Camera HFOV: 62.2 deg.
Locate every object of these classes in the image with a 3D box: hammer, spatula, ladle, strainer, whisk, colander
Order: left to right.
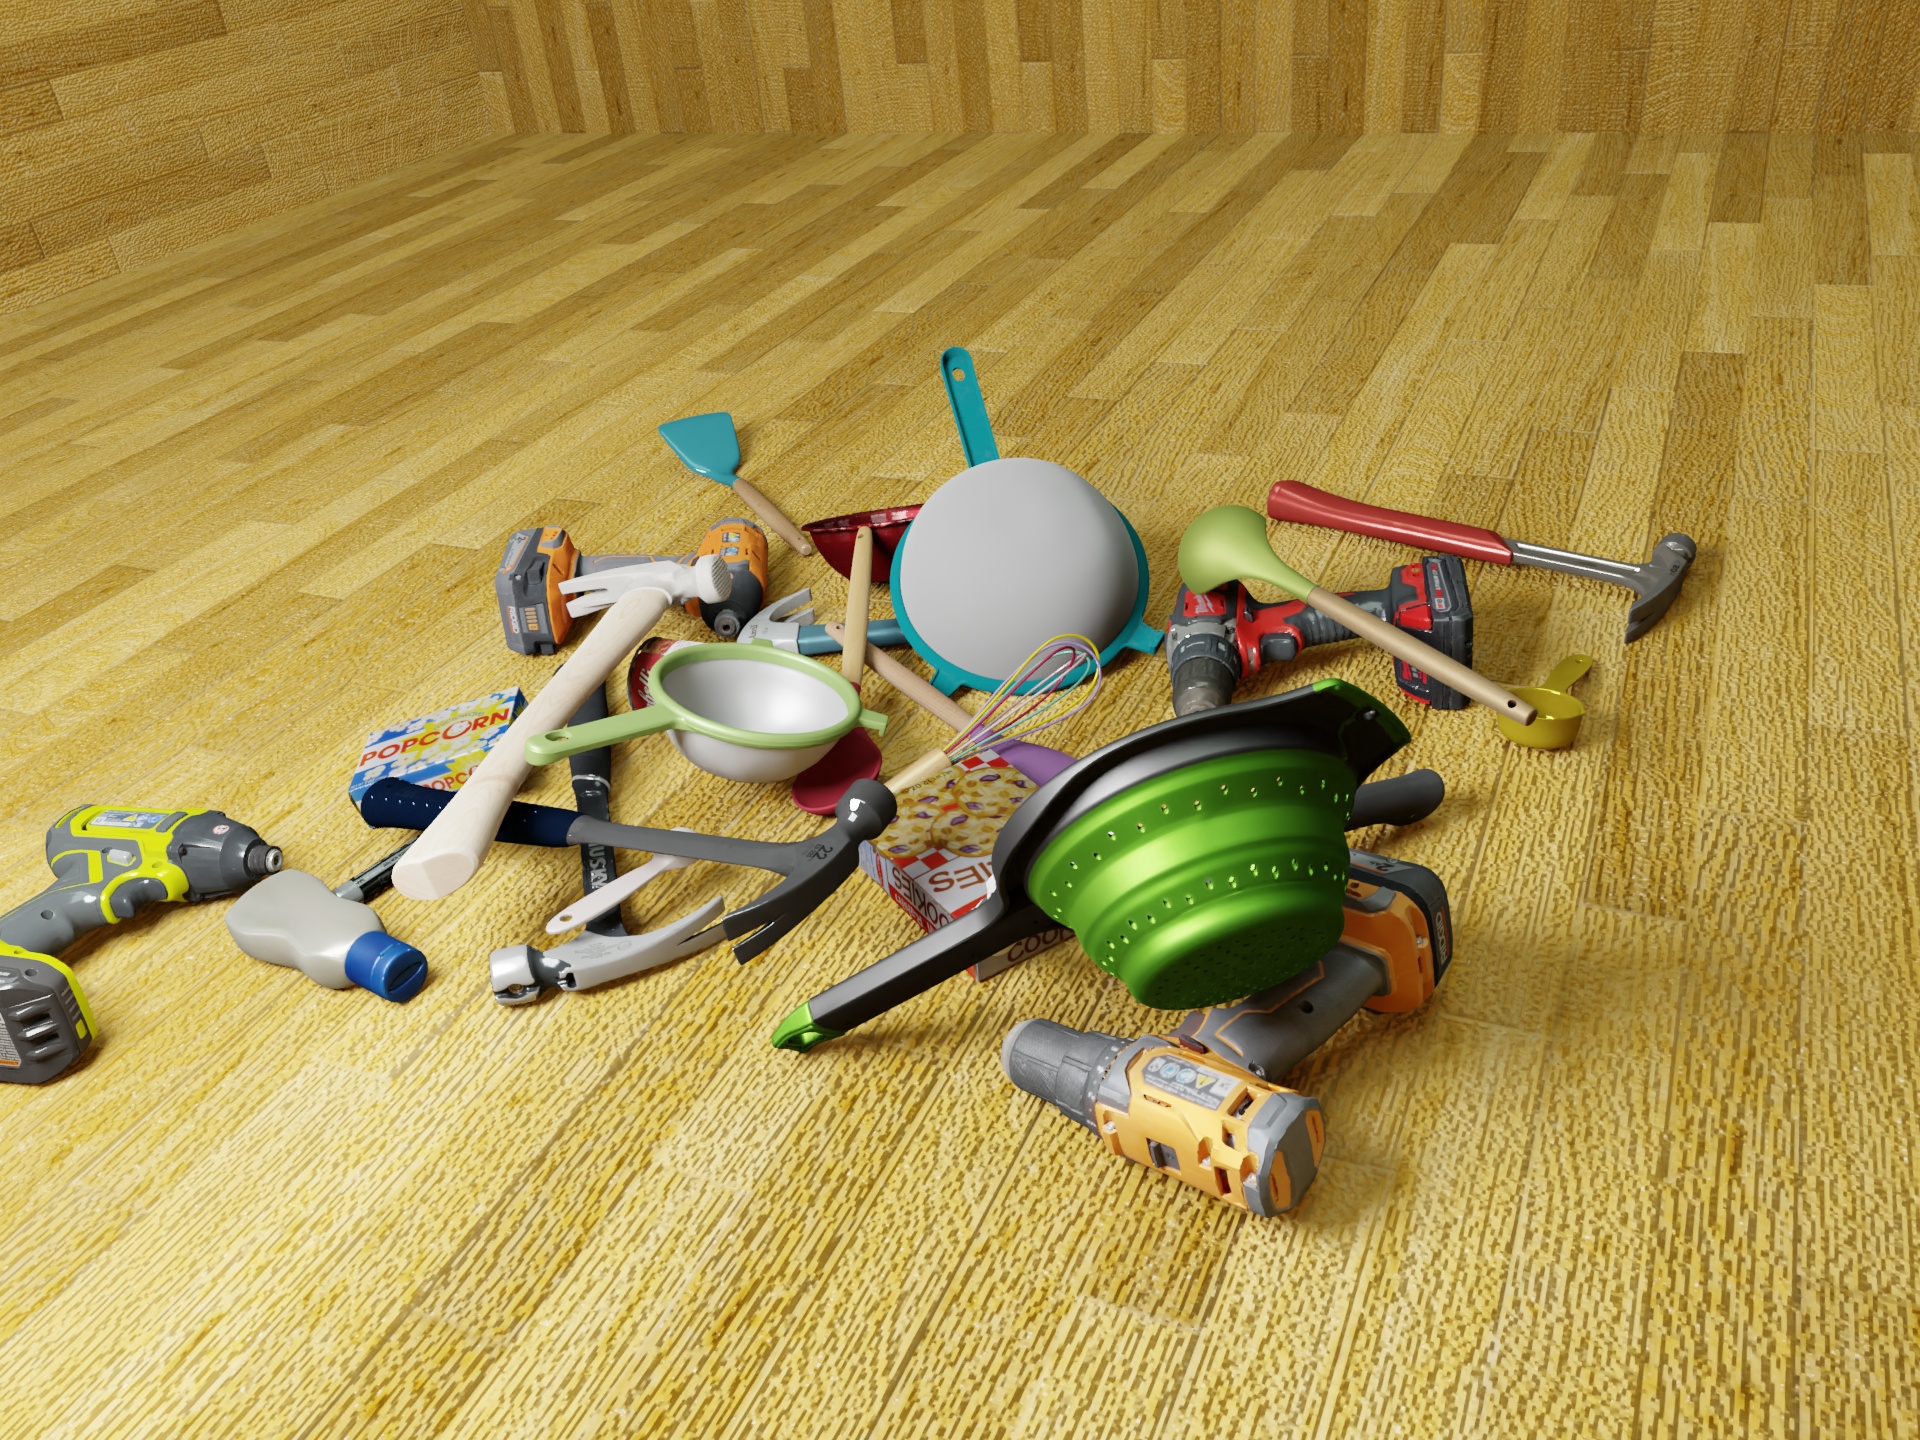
[{"bbox_3d":[-0.296,-0.009,1.131,0.146,0.038,0.411,-7,30,18],"label":"hammer"},{"bbox_3d":[-0.244,0.075,1.034,0.406,0.035,0.144,4,36,31],"label":"hammer"},{"bbox_3d":[-0.263,0.055,1.156,0.149,0.036,0.409,-11,32,-9],"label":"hammer"},{"bbox_3d":[-0.185,0.016,1.092,0.256,0.069,0.152,-16,37,-43],"label":"strainer"},{"bbox_3d":[-0.217,-0.239,1.611,0.082,0.044,0.318,-16,34,-22],"label":"spatula"},{"bbox_3d":[-0.084,-0.044,1.224,0.069,0.031,0.316,-13,45,15],"label":"ladle"},{"bbox_3d":[-0.020,-0.076,1.325,0.331,0.033,0.128,-5,33,1],"label":"hammer"},{"bbox_3d":[-0.002,-0.004,1.194,0.060,0.018,0.316,-30,46,-29],"label":"spatula"},{"bbox_3d":[0.003,0.013,1.133,0.245,0.047,0.051,-35,49,-18],"label":"whisk"},{"bbox_3d":[0.031,-0.188,1.286,0.211,0.095,0.341,-13,65,-4],"label":"strainer"},{"bbox_3d":[0.061,0.122,0.829,0.397,0.204,0.095,-32,58,24],"label":"colander"},{"bbox_3d":[0.171,0.066,0.969,0.334,0.146,0.035,-9,60,-31],"label":"hammer"},{"bbox_3d":[0.275,-0.072,1.131,0.078,0.062,0.320,-51,50,-2],"label":"ladle"},{"bbox_3d":[0.425,-0.151,1.362,0.359,0.036,0.149,19,40,33],"label":"hammer"}]

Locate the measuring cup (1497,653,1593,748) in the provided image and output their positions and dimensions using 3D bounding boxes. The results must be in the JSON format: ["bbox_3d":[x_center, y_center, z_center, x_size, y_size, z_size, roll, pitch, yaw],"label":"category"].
[{"bbox_3d":[0.436,-0.016,1.163,0.062,0.029,0.156,15,26,30],"label":"measuring cup"}]

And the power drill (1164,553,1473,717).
[{"bbox_3d":[0.266,-0.054,1.200,0.227,0.080,0.188,-1,32,13],"label":"power drill"}]

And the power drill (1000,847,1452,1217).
[{"bbox_3d":[0.147,0.157,0.880,0.185,0.084,0.226,12,41,40],"label":"power drill"}]

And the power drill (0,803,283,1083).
[{"bbox_3d":[-0.574,0.133,1.050,0.171,0.080,0.223,2,30,14],"label":"power drill"}]

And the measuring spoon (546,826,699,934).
[{"bbox_3d":[-0.216,0.100,1.024,0.034,0.018,0.124,22,40,36],"label":"measuring spoon"}]

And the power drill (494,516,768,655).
[{"bbox_3d":[-0.282,-0.114,1.390,0.226,0.084,0.164,-4,32,-4],"label":"power drill"}]
